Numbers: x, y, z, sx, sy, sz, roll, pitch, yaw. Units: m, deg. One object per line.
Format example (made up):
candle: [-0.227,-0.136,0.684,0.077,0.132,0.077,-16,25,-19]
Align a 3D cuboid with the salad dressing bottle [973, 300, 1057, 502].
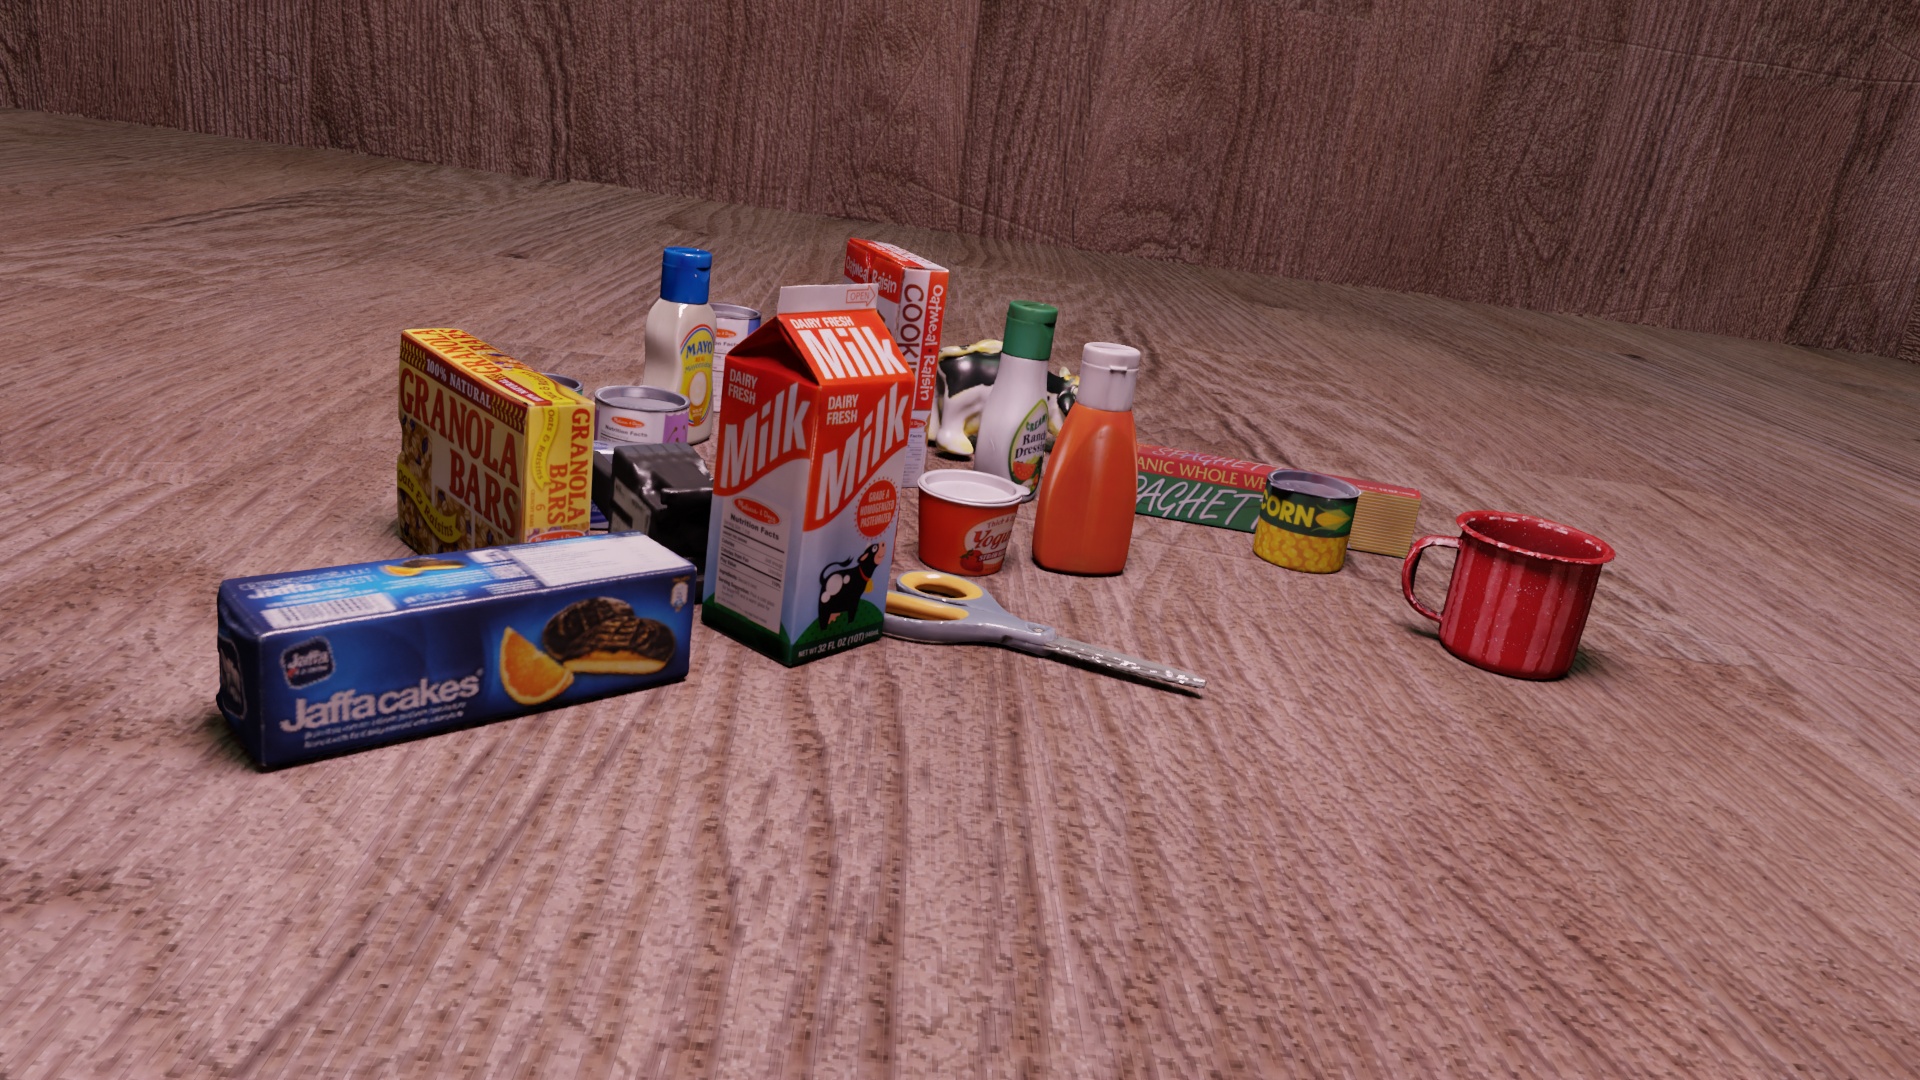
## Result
salad dressing bottle: [0.043,-0.104,1.040,0.044,0.147,0.064,19,21,32]

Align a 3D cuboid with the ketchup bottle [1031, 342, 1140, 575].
ketchup bottle: [0.087,-0.052,0.903,0.065,0.148,0.044,4,18,-13]

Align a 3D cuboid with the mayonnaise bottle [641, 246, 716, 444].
mayonnaise bottle: [-0.214,-0.148,1.062,0.041,0.147,0.065,17,20,25]

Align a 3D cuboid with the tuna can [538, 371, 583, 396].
tuna can: [-0.328,-0.107,1.076,0.071,0.032,0.071,7,18,-2]

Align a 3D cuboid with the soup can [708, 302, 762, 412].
soup can: [-0.208,-0.160,1.202,0.071,0.083,0.071,7,18,-2]

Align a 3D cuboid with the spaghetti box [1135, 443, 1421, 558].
spaghetti box: [0.219,-0.033,1.058,0.250,0.050,0.029,10,18,5]

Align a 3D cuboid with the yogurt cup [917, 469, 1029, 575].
yogurt cup: [0.003,-0.011,0.895,0.072,0.053,0.072,7,18,-2]

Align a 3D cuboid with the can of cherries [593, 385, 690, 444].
can of cherries: [-0.224,-0.074,0.978,0.071,0.058,0.072,7,18,-2]

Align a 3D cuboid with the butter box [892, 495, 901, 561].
butter box: [-0.067,-0.027,0.913,0.024,0.053,0.104,1,20,-22]

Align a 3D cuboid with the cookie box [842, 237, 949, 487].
cookie box: [-0.060,-0.139,1.069,0.040,0.166,0.123,-1,20,-25]

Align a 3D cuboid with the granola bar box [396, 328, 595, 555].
granola bar box: [-0.255,-0.036,0.748,0.039,0.123,0.166,-8,24,-41]

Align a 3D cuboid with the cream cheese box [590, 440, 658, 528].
cream cheese box: [-0.236,-0.035,0.865,0.104,0.053,0.024,2,19,-19]

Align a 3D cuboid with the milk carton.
milk carton: [-0.079,-0.040,0.729,0.073,0.189,0.072,21,22,35]

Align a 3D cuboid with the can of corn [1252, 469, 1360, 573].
can of corn: [0.246,-0.014,0.998,0.071,0.058,0.071,7,18,-2]
